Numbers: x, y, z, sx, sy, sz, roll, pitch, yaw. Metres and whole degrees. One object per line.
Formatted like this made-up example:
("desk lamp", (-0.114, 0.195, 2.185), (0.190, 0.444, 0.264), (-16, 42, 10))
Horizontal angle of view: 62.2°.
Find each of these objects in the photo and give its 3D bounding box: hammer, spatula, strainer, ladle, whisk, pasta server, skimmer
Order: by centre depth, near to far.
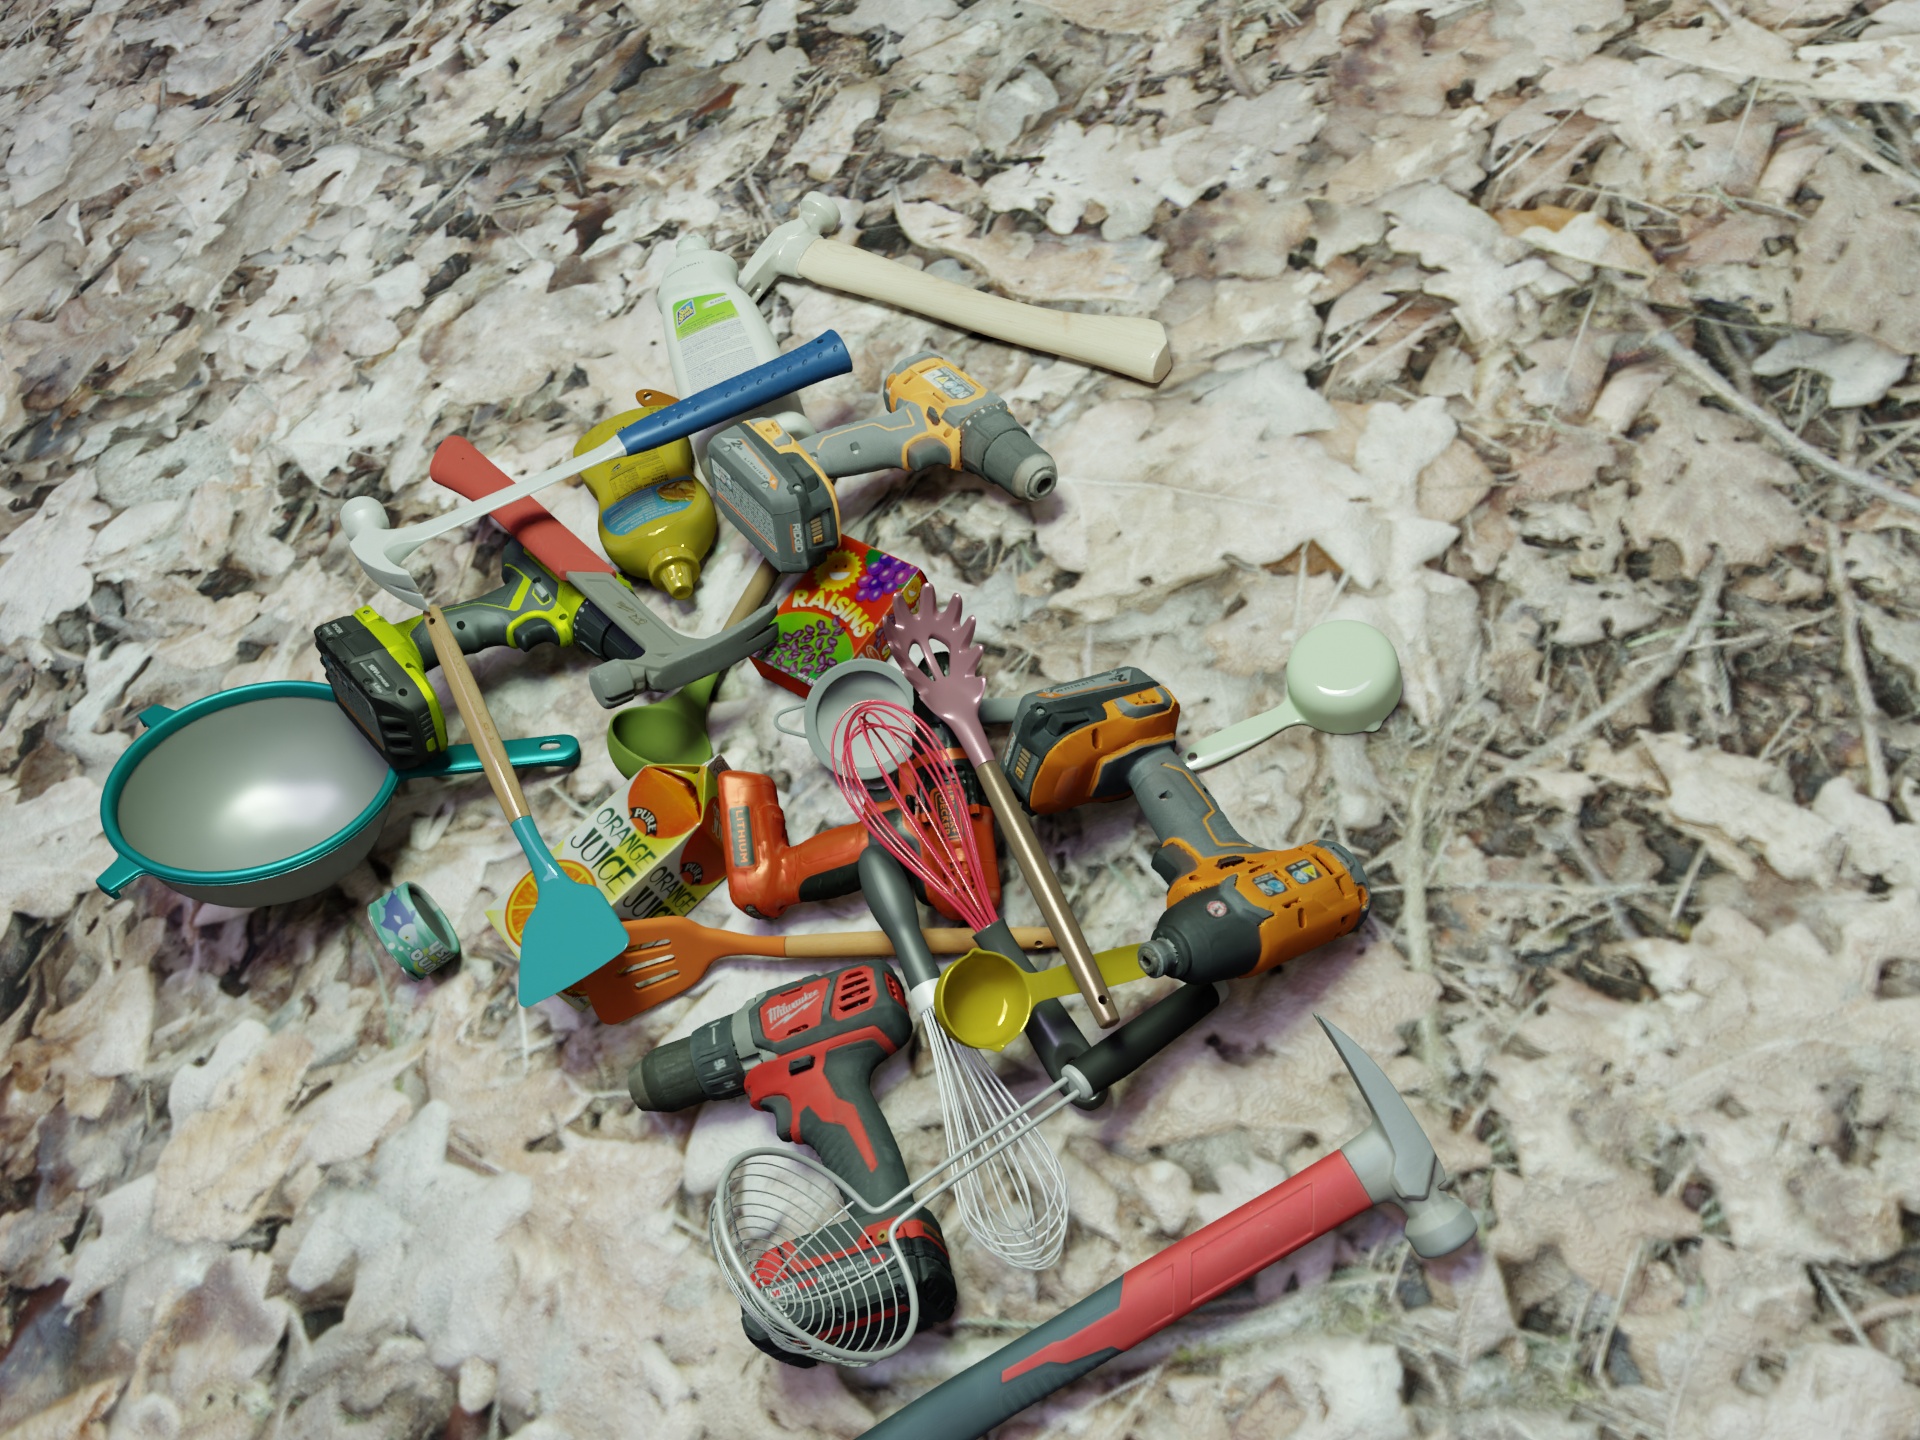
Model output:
("skimmer", (0.027, 0.219, 0.875), (0.363, 0.090, 0.127), (-27, 63, -30))
("hammer", (0.083, 0.316, 0.885), (0.386, 0.038, 0.143), (-31, 82, 1))
("whisk", (-0.005, 0.199, 0.976), (0.070, 0.070, 0.285), (-25, 64, 1))
("pasta server", (0.027, 0.047, 0.988), (0.060, 0.040, 0.317), (-18, 60, -13))
("whisk", (0.008, 0.113, 0.998), (0.073, 0.073, 0.296), (-31, 80, -3))
("spatula", (-0.094, 0.156, 1.058), (0.322, 0.081, 0.041), (-4, 27, 10))
("spatula", (-0.313, 0.044, 1.088), (0.082, 0.044, 0.318), (-31, 69, 2))
("strainer", (-0.002, -0.004, 1.132), (0.258, 0.050, 0.087), (-3, 85, 9))
("strainer", (-0.461, 0.064, 1.215), (0.340, 0.095, 0.211), (-6, 43, -11))
("hammer", (-0.268, -0.203, 1.218), (0.405, 0.035, 0.144), (-27, 43, -13))
("ladle", (-0.170, -0.081, 1.224), (0.078, 0.062, 0.320), (27, 65, 1))
("hammer", (-0.299, -0.133, 1.230), (0.149, 0.036, 0.359), (-27, 49, -31))
("hammer", (-0.011, -0.347, 1.348), (0.411, 0.038, 0.146), (24, 71, 28))

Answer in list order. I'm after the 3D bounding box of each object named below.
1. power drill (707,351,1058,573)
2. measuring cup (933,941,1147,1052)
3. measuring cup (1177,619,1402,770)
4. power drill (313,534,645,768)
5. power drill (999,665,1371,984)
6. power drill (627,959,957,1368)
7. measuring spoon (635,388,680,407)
("power drill", (-0.054, -0.192, 1.212), (0.226, 0.084, 0.186), (-27, 49, -23))
("measuring cup", (0.056, 0.159, 0.963), (0.156, 0.029, 0.062), (-10, 80, -24))
("measuring cup", (0.216, -0.013, 1.068), (0.167, 0.038, 0.083), (-26, 55, -1))
("power drill", (-0.352, -0.056, 1.220), (0.228, 0.080, 0.191), (-30, 51, -30))
("power drill", (0.123, 0.070, 0.988), (0.164, 0.084, 0.227), (-16, 47, -35))
("power drill", (-0.106, 0.269, 0.977), (0.188, 0.080, 0.227), (-20, 53, 5))
("measuring spoon", (-0.244, -0.272, 1.389), (0.117, 0.011, 0.021), (26, 70, 29))
